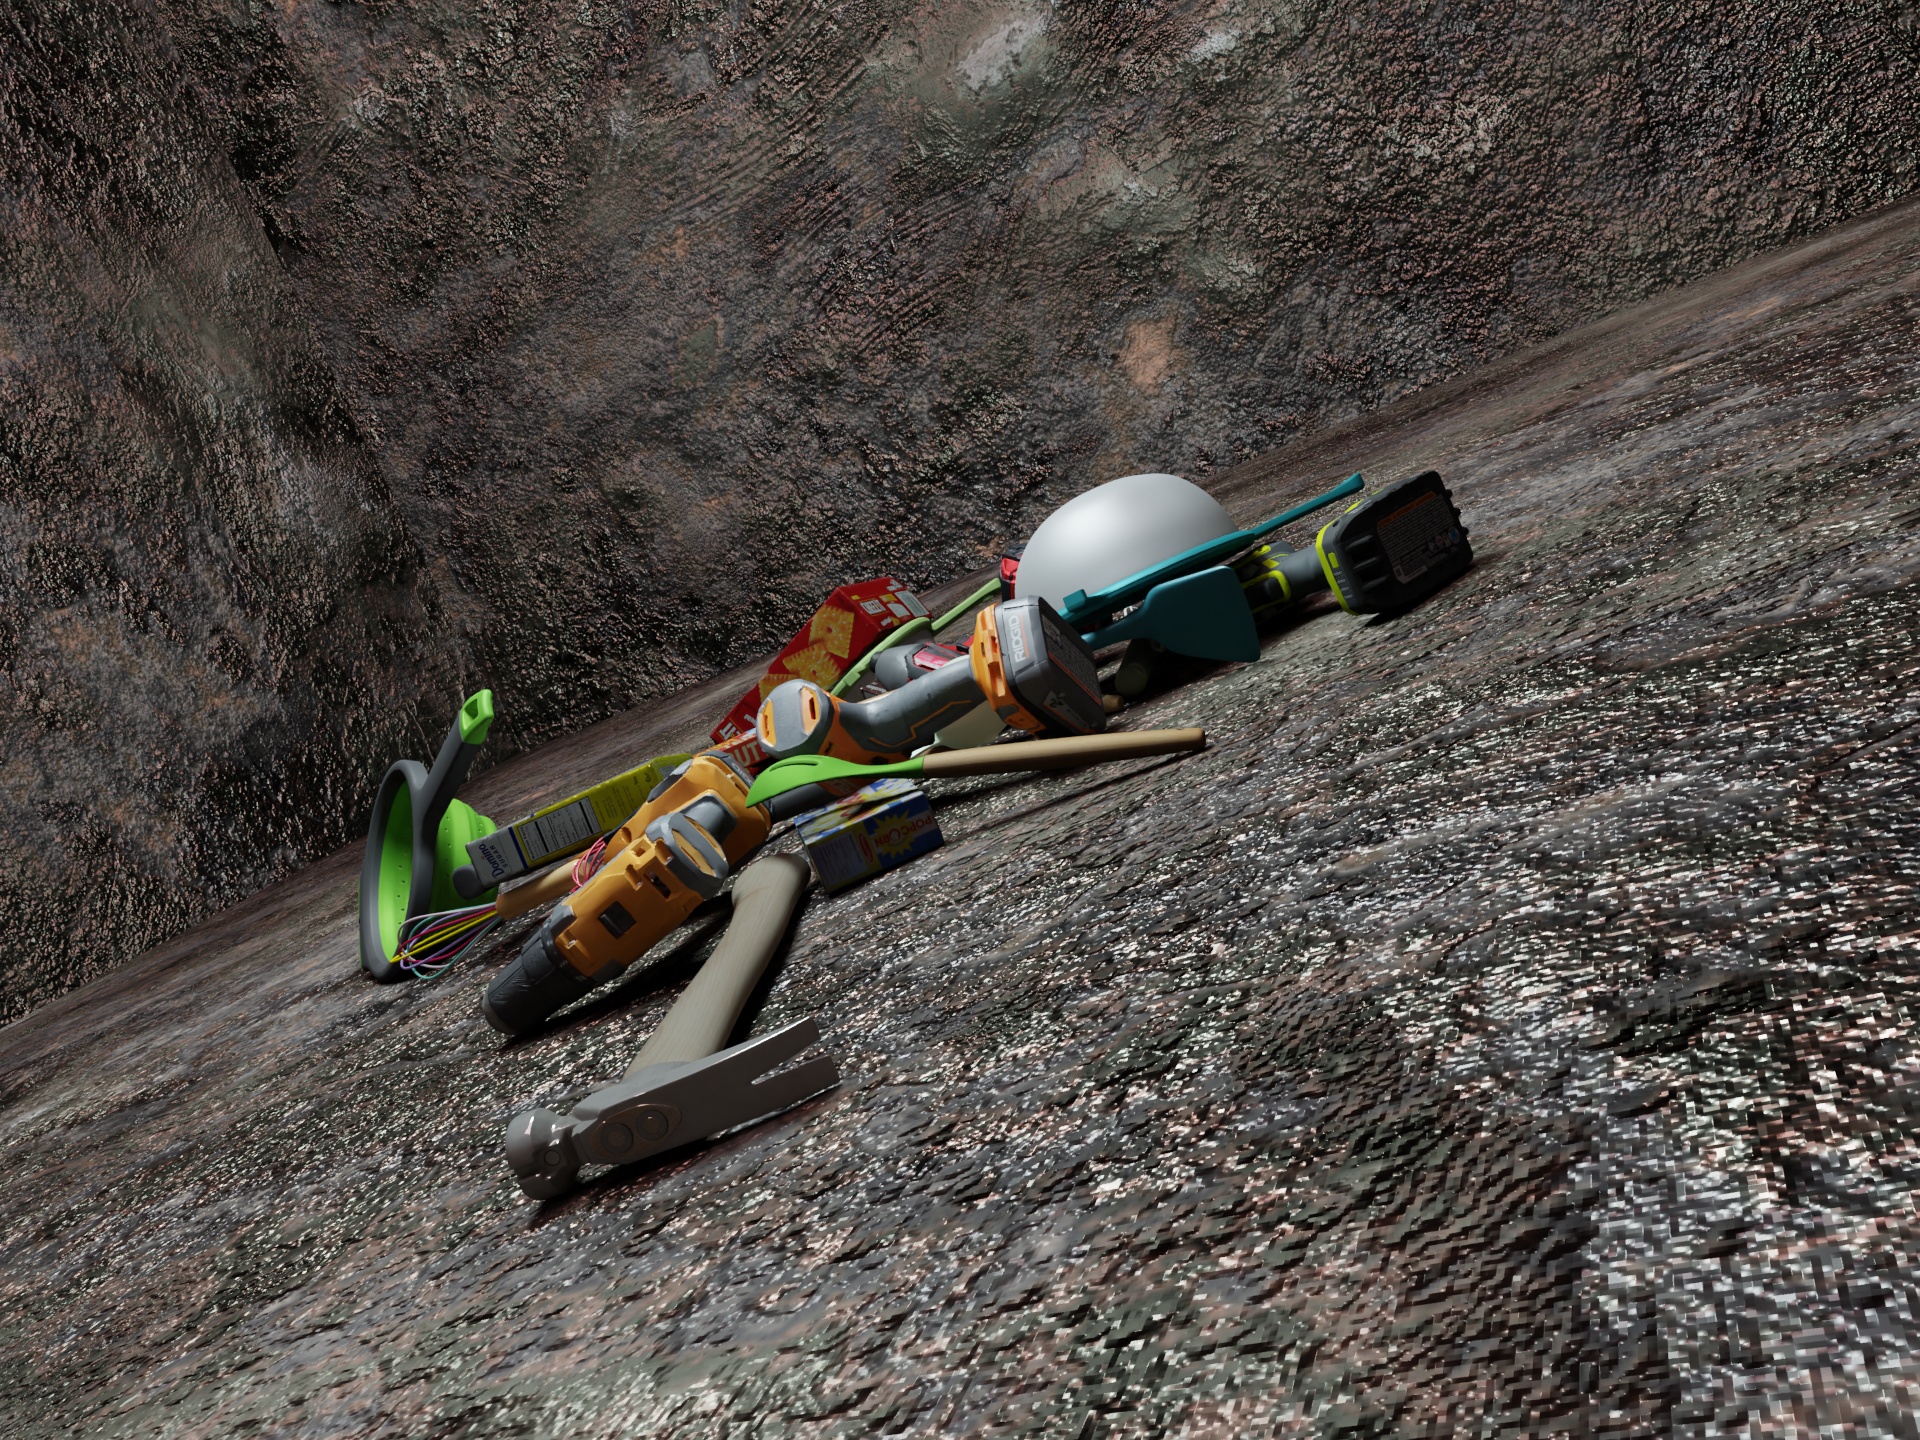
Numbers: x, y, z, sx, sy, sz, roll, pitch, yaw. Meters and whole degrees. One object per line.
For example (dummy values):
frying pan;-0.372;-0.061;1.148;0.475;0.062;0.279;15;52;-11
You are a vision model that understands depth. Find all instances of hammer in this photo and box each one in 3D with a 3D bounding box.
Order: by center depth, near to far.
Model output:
hammer;-0.117;0.134;0.873;0.146;0.038;0.411;-21;8;6
hammer;-0.337;0.102;1.510;0.149;0.036;0.409;-18;3;23

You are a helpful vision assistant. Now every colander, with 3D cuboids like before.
colander;-0.450;0.098;1.434;0.094;0.205;0.397;7;-37;-32

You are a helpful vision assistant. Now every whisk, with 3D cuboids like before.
whisk;-0.187;0.089;1.289;0.296;0.073;0.073;-23;5;-43
whisk;-0.391;0.163;1.312;0.245;0.051;0.047;-25;-22;32
whisk;0.155;-0.063;1.345;0.059;0.058;0.246;-57;-1;21

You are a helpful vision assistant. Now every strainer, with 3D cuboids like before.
strainer;0.180;-0.167;1.311;0.340;0.095;0.211;-25;-1;-17
strainer;-0.030;-0.058;1.619;0.256;0.069;0.151;-38;-8;-29

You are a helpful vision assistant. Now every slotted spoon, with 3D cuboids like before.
slotted spoon;0.003;0.027;1.032;0.314;0.031;0.070;-6;5;18

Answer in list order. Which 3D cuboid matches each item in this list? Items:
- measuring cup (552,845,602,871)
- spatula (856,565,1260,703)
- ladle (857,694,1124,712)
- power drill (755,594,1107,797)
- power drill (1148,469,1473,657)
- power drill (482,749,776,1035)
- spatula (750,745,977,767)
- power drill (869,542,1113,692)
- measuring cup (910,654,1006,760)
measuring cup;-0.267;0.111;1.371;0.173;0.052;0.095;-29;10;-21
spatula;0.063;-0.044;1.201;0.317;0.082;0.044;-16;28;12
ladle;-0.002;-0.004;1.308;0.315;0.031;0.069;-4;20;38
power drill;-0.013;-0.001;1.165;0.226;0.084;0.164;-19;-28;20
power drill;0.260;-0.108;1.223;0.171;0.080;0.223;-29;6;-36
power drill;-0.222;0.117;1.078;0.185;0.084;0.226;-41;7;12
spatula;-0.094;0.030;1.372;0.060;0.018;0.316;-28;18;-39
power drill;0.028;-0.073;1.439;0.143;0.078;0.220;19;43;35
measuring cup;-0.033;0.005;1.267;0.167;0.038;0.083;-31;40;5
